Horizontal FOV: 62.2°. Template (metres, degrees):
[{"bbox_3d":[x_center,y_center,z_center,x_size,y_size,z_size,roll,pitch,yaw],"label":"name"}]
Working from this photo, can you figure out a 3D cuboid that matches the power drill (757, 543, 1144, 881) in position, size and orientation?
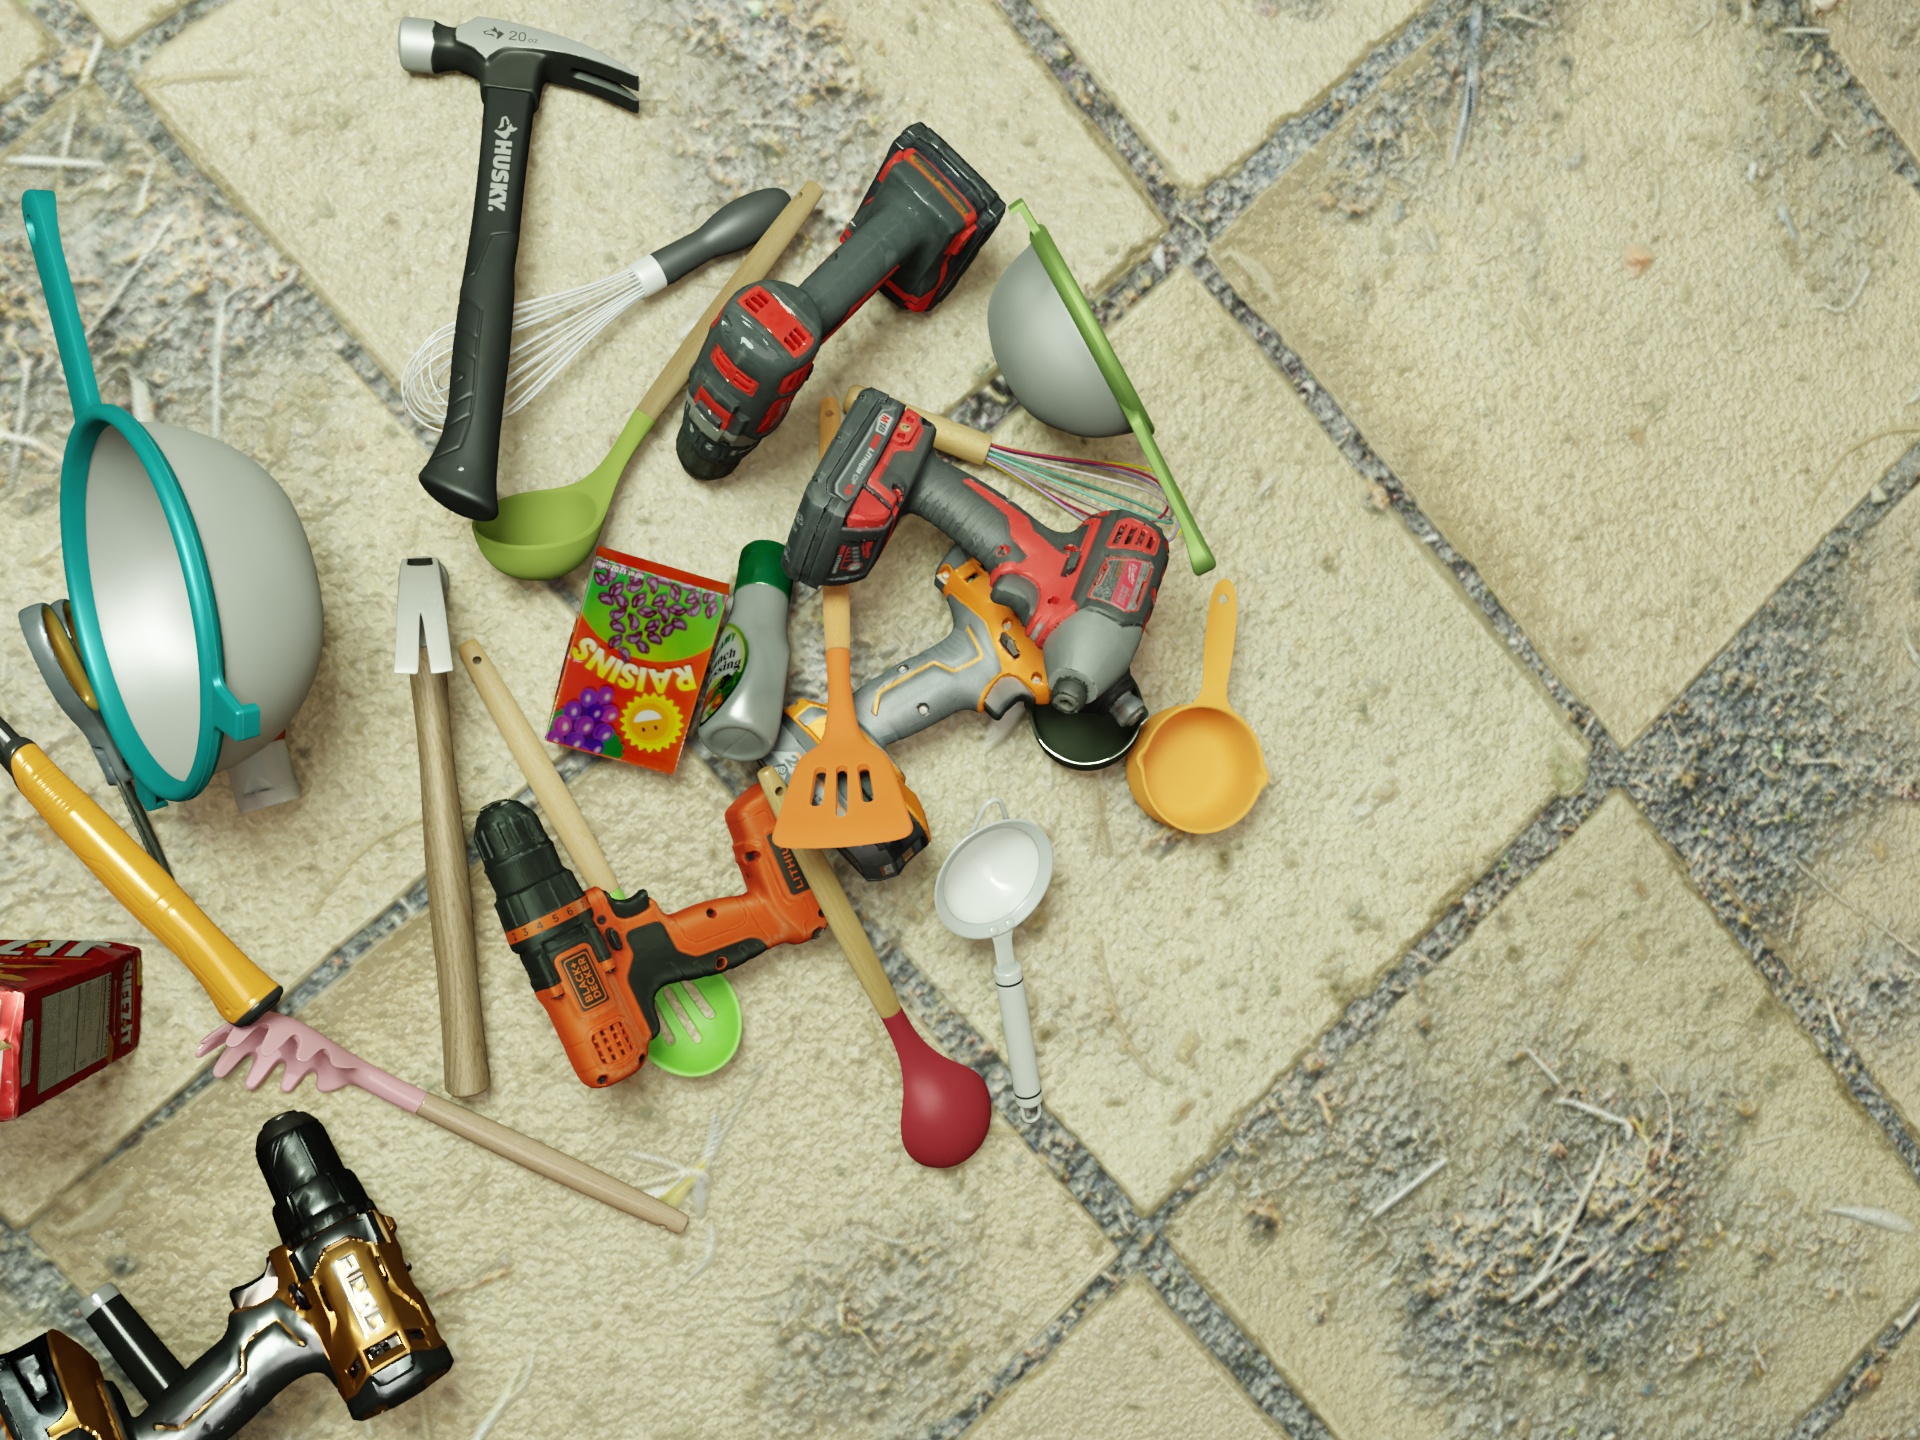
[{"bbox_3d":[-0.002,-0.003,1.019,0.226,0.084,0.164,-43,76,-10],"label":"power drill"}]

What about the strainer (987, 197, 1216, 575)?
[{"bbox_3d":[0.079,-0.187,0.991,0.069,0.151,0.257,-27,67,11],"label":"strainer"}]

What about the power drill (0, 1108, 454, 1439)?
[{"bbox_3d":[-0.432,0.347,0.910,0.226,0.084,0.185,-25,71,-25],"label":"power drill"}]

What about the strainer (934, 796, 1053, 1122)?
[{"bbox_3d":[0.028,0.158,1.038,0.087,0.050,0.258,-19,115,-22],"label":"strainer"}]

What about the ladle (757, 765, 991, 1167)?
[{"bbox_3d":[-0.055,0.163,1.011,0.069,0.031,0.315,-33,111,-21],"label":"ladle"}]

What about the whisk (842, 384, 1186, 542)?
[{"bbox_3d":[0.039,-0.176,1.069,0.245,0.051,0.047,20,120,-7],"label":"whisk"}]

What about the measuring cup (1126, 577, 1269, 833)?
[{"bbox_3d":[0.163,-0.010,1.091,0.095,0.052,0.173,9,86,-12],"label":"measuring cup"}]

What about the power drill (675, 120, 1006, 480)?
[{"bbox_3d":[-0.088,-0.248,0.991,0.080,0.188,0.227,43,63,-5],"label":"power drill"}]

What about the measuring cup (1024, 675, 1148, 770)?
[{"bbox_3d":[0.090,-0.046,1.083,0.083,0.038,0.168,5,73,7],"label":"measuring cup"}]

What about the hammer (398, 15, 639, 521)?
[{"bbox_3d":[-0.274,-0.274,0.949,0.146,0.035,0.335,3,70,-10],"label":"hammer"}]

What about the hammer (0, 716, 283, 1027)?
[{"bbox_3d":[-0.511,0.042,0.904,0.337,0.127,0.034,50,44,-8],"label":"hammer"}]

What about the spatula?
[{"bbox_3d":[-0.077,-0.068,0.981,0.081,0.041,0.323,-4,66,0],"label":"spatula"}]

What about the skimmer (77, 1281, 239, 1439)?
[{"bbox_3d":[-0.378,0.461,0.958,0.363,0.127,0.090,48,58,3],"label":"skimmer"}]

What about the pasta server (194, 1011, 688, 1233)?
[{"bbox_3d":[-0.314,0.256,0.990,0.316,0.060,0.040,30,48,-14],"label":"pasta server"}]

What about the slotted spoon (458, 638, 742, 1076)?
[{"bbox_3d":[-0.235,0.087,1.014,0.070,0.031,0.314,-31,94,-19],"label":"slotted spoon"}]

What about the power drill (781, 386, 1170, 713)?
[{"bbox_3d":[0.012,-0.097,0.963,0.219,0.078,0.143,25,56,-3],"label":"power drill"}]

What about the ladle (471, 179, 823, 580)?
[{"bbox_3d":[-0.190,-0.220,0.999,0.320,0.078,0.062,-55,144,-6],"label":"ladle"}]

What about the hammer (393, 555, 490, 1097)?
[{"bbox_3d":[-0.313,0.068,0.963,0.031,0.130,0.331,-5,99,-16],"label":"hammer"}]

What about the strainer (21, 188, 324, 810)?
[{"bbox_3d":[-0.425,-0.128,0.871,0.095,0.211,0.340,-13,85,-42],"label":"strainer"}]

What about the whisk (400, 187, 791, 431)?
[{"bbox_3d":[-0.225,-0.265,1.006,0.284,0.070,0.070,-34,97,-16],"label":"whisk"}]
